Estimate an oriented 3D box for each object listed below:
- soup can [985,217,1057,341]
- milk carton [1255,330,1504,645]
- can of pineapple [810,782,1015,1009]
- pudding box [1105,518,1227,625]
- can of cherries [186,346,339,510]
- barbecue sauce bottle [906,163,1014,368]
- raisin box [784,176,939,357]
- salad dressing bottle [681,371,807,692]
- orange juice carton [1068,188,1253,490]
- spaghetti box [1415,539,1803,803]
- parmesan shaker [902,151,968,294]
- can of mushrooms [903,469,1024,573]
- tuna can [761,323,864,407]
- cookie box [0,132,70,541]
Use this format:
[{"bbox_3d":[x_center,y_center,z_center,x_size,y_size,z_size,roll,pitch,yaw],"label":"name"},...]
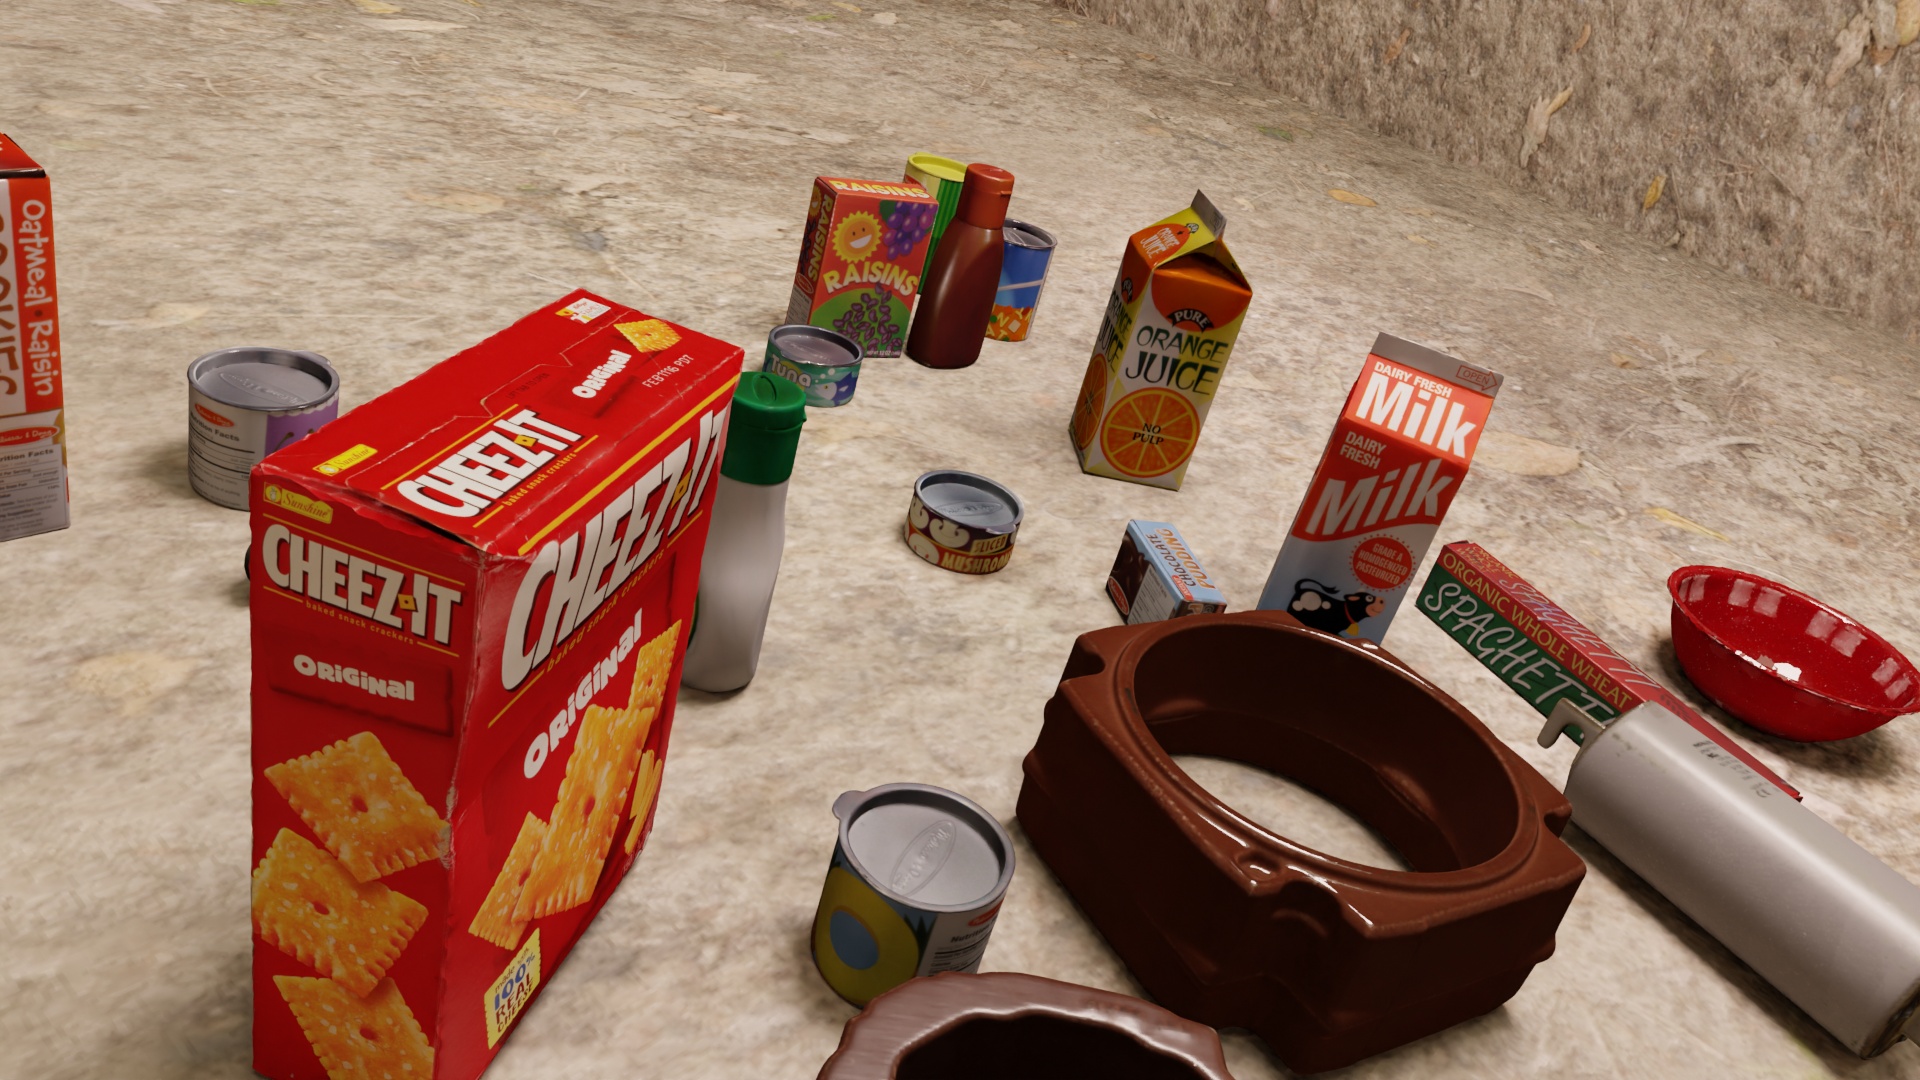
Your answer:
[{"bbox_3d":[0.034,-0.215,1.137,0.071,0.083,0.072,13,28,-7],"label":"soup can"},{"bbox_3d":[0.232,-0.021,0.784,0.072,0.189,0.074,23,29,11],"label":"milk carton"},{"bbox_3d":[-0.020,0.132,0.517,0.071,0.057,0.071,13,28,-7],"label":"can of pineapple"},{"bbox_3d":[0.114,0.030,0.780,0.030,0.049,0.084,5,30,-20],"label":"pudding box"},{"bbox_3d":[-0.340,-0.056,0.683,0.071,0.058,0.072,13,28,-7],"label":"can of cherries"},{"bbox_3d":[0.004,-0.203,1.034,0.044,0.147,0.065,35,33,30],"label":"barbecue sauce bottle"},{"bbox_3d":[-0.073,-0.197,1.008,0.086,0.122,0.040,-3,34,-32],"label":"raisin box"},{"bbox_3d":[-0.101,-0.003,0.621,0.044,0.147,0.064,7,30,-18],"label":"salad dressing bottle"},{"bbox_3d":[0.139,-0.138,0.942,0.073,0.191,0.072,10,29,-12],"label":"orange juice carton"},{"bbox_3d":[0.365,0.086,0.812,0.029,0.050,0.251,-1,33,-30],"label":"spaghetti box"},{"bbox_3d":[-0.026,-0.269,1.183,0.071,0.102,0.071,13,28,-7],"label":"parmesan shaker"},{"bbox_3d":[0.003,-0.010,0.809,0.071,0.033,0.071,13,28,-7],"label":"can of mushrooms"},{"bbox_3d":[-0.102,-0.119,0.949,0.071,0.032,0.071,13,28,-7],"label":"tuna can"},{"bbox_3d":[-0.433,-0.101,0.600,0.123,0.166,0.040,33,32,28],"label":"cookie box"}]
